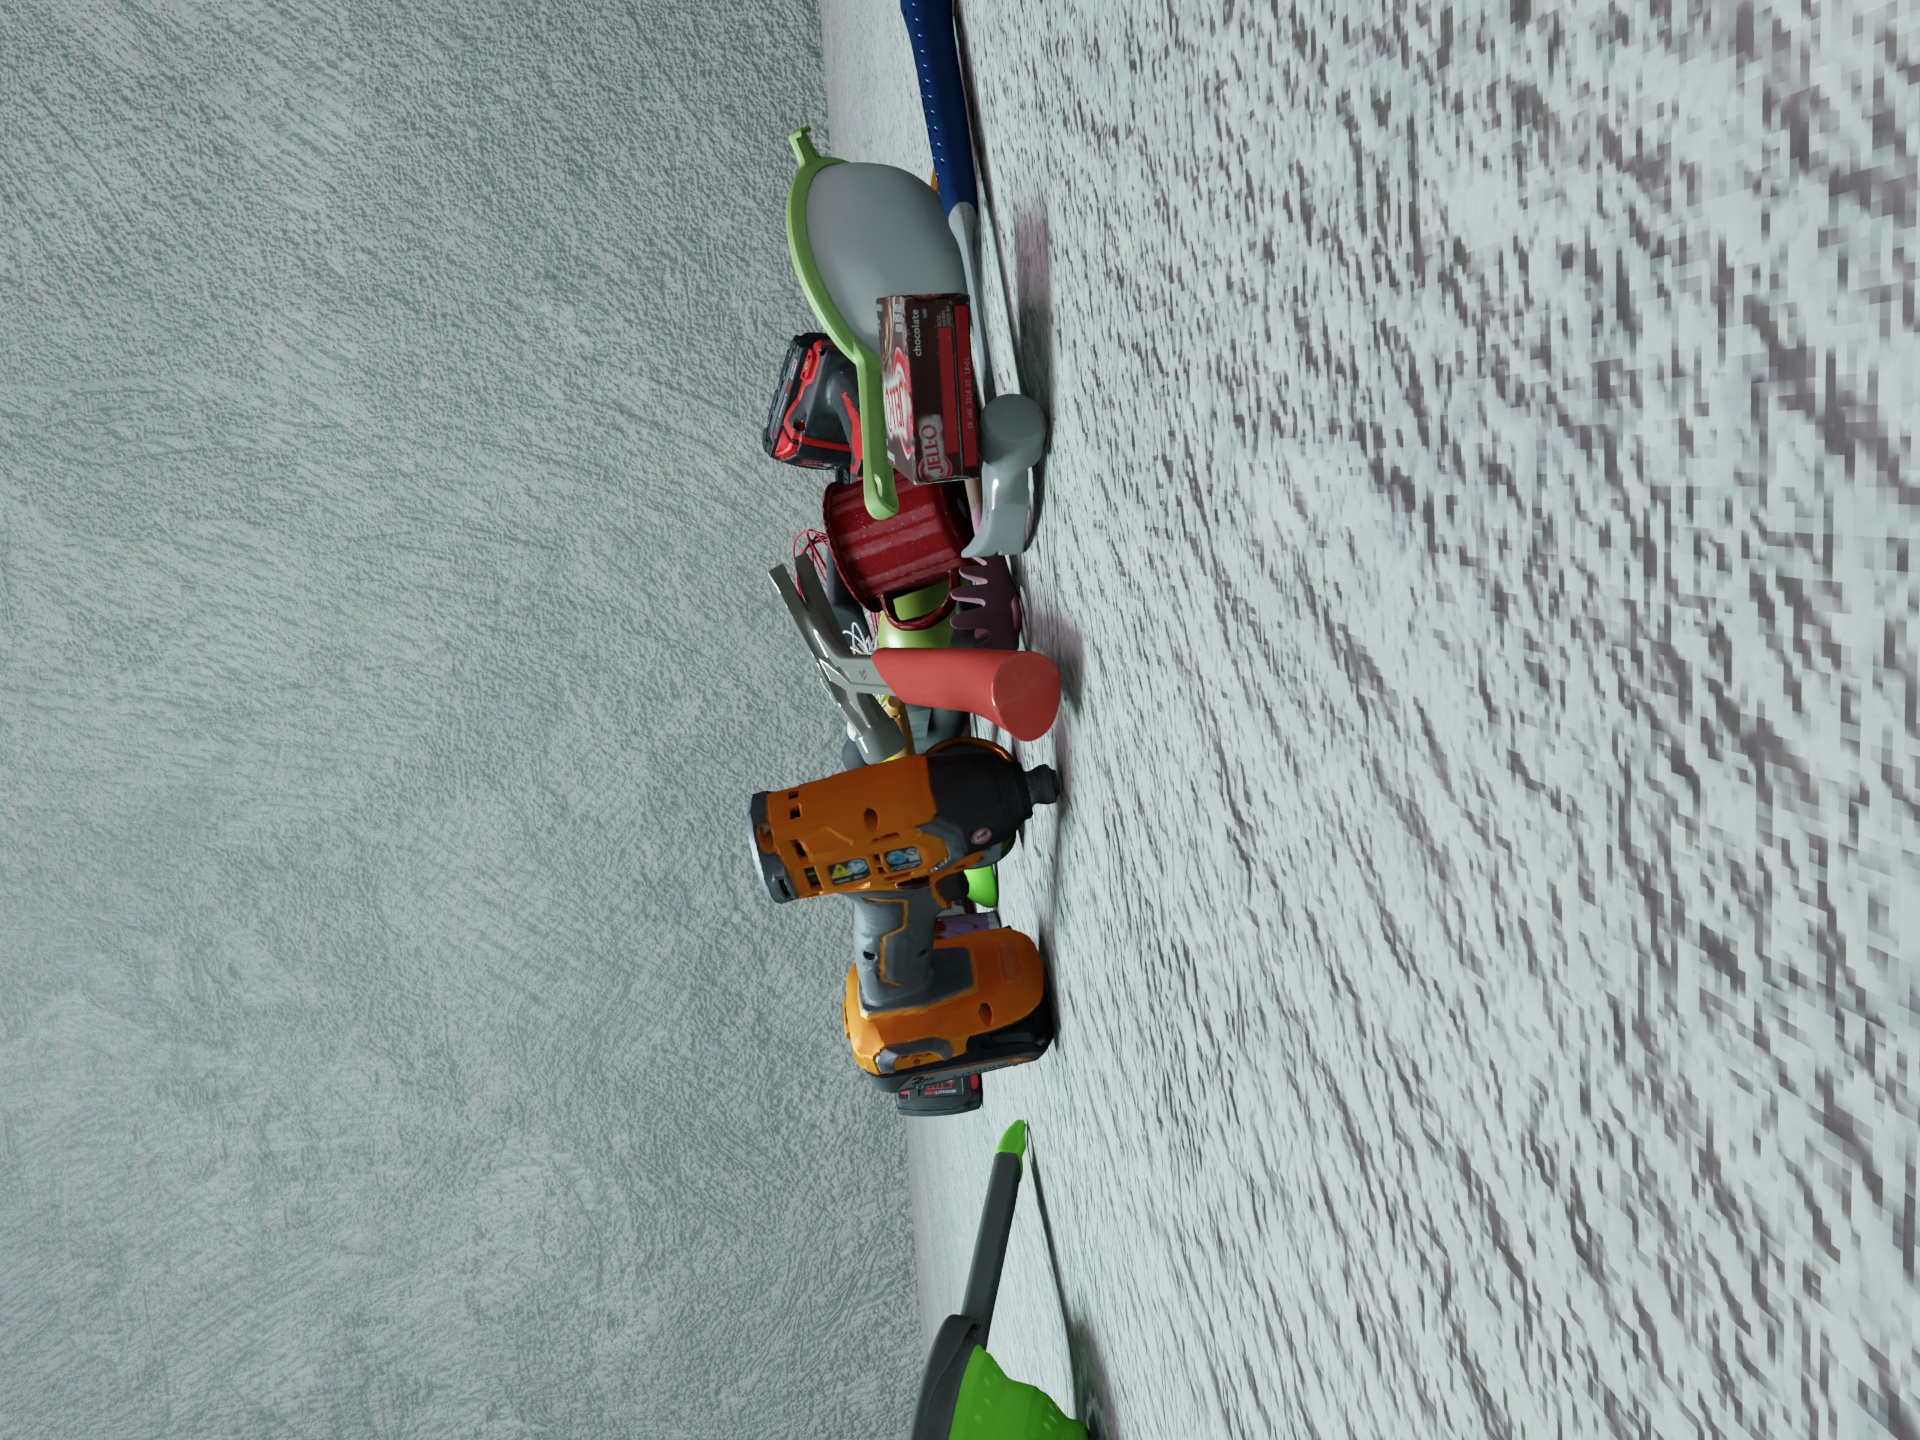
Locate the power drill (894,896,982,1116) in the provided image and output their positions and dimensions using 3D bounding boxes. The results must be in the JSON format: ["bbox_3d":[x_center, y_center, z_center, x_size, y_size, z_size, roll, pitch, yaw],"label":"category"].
[{"bbox_3d":[-0.019,0.256,1.424,0.188,0.080,0.226,-103,13,-54],"label":"power drill"}]

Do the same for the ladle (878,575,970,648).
[{"bbox_3d":[-0.020,-0.188,1.142,0.062,0.078,0.320,-12,77,61],"label":"ladle"}]

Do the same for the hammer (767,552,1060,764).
[{"bbox_3d":[-0.030,-0.034,0.918,0.149,0.036,0.359,64,165,-11],"label":"hammer"}]

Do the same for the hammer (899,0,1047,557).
[{"bbox_3d":[0.001,-0.279,0.925,0.144,0.035,0.406,96,168,-62],"label":"hammer"}]

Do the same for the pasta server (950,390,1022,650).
[{"bbox_3d":[0.004,-0.148,1.006,0.060,0.040,0.317,75,-174,-49],"label":"pasta server"}]

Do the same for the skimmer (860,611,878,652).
[{"bbox_3d":[-0.076,-0.146,1.572,0.363,0.090,0.127,100,-164,-62],"label":"skimmer"}]

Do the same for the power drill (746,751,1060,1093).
[{"bbox_3d":[-0.011,0.108,0.894,0.084,0.164,0.226,-101,-5,-47],"label":"power drill"}]

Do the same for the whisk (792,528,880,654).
[{"bbox_3d":[-0.085,-0.065,1.545,0.073,0.073,0.295,-102,-12,-55],"label":"whisk"}]

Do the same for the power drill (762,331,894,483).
[{"bbox_3d":[-0.081,-0.212,1.280,0.220,0.078,0.143,54,132,47],"label":"power drill"}]

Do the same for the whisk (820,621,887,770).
[{"bbox_3d":[-0.080,-0.006,1.290,0.284,0.070,0.070,105,159,-71],"label":"whisk"}]

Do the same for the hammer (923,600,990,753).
[{"bbox_3d":[-0.017,0.030,1.119,0.334,0.035,0.146,107,173,-52],"label":"hammer"}]

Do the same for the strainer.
[{"bbox_3d":[-0.035,-0.248,0.991,0.151,0.069,0.257,25,-125,-50],"label":"strainer"}]

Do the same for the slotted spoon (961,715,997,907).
[{"bbox_3d":[-0.002,-0.004,1.255,0.070,0.031,0.314,112,155,-64],"label":"slotted spoon"}]

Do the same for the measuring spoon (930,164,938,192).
[{"bbox_3d":[-0.019,-0.381,1.199,0.116,0.011,0.021,103,164,-62],"label":"measuring spoon"}]

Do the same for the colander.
[{"bbox_3d":[0.038,0.404,0.965,0.397,0.094,0.204,-71,-17,-54],"label":"colander"}]

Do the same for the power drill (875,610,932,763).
[{"bbox_3d":[-0.044,-0.032,1.414,0.228,0.080,0.191,100,163,-60],"label":"power drill"}]

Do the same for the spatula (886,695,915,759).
[{"bbox_3d":[-0.043,0.047,1.298,0.322,0.081,0.041,85,-177,-71],"label":"spatula"}]

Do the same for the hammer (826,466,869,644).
[{"bbox_3d":[-0.105,-0.180,1.407,0.149,0.036,0.409,59,-168,-29],"label":"hammer"}]
